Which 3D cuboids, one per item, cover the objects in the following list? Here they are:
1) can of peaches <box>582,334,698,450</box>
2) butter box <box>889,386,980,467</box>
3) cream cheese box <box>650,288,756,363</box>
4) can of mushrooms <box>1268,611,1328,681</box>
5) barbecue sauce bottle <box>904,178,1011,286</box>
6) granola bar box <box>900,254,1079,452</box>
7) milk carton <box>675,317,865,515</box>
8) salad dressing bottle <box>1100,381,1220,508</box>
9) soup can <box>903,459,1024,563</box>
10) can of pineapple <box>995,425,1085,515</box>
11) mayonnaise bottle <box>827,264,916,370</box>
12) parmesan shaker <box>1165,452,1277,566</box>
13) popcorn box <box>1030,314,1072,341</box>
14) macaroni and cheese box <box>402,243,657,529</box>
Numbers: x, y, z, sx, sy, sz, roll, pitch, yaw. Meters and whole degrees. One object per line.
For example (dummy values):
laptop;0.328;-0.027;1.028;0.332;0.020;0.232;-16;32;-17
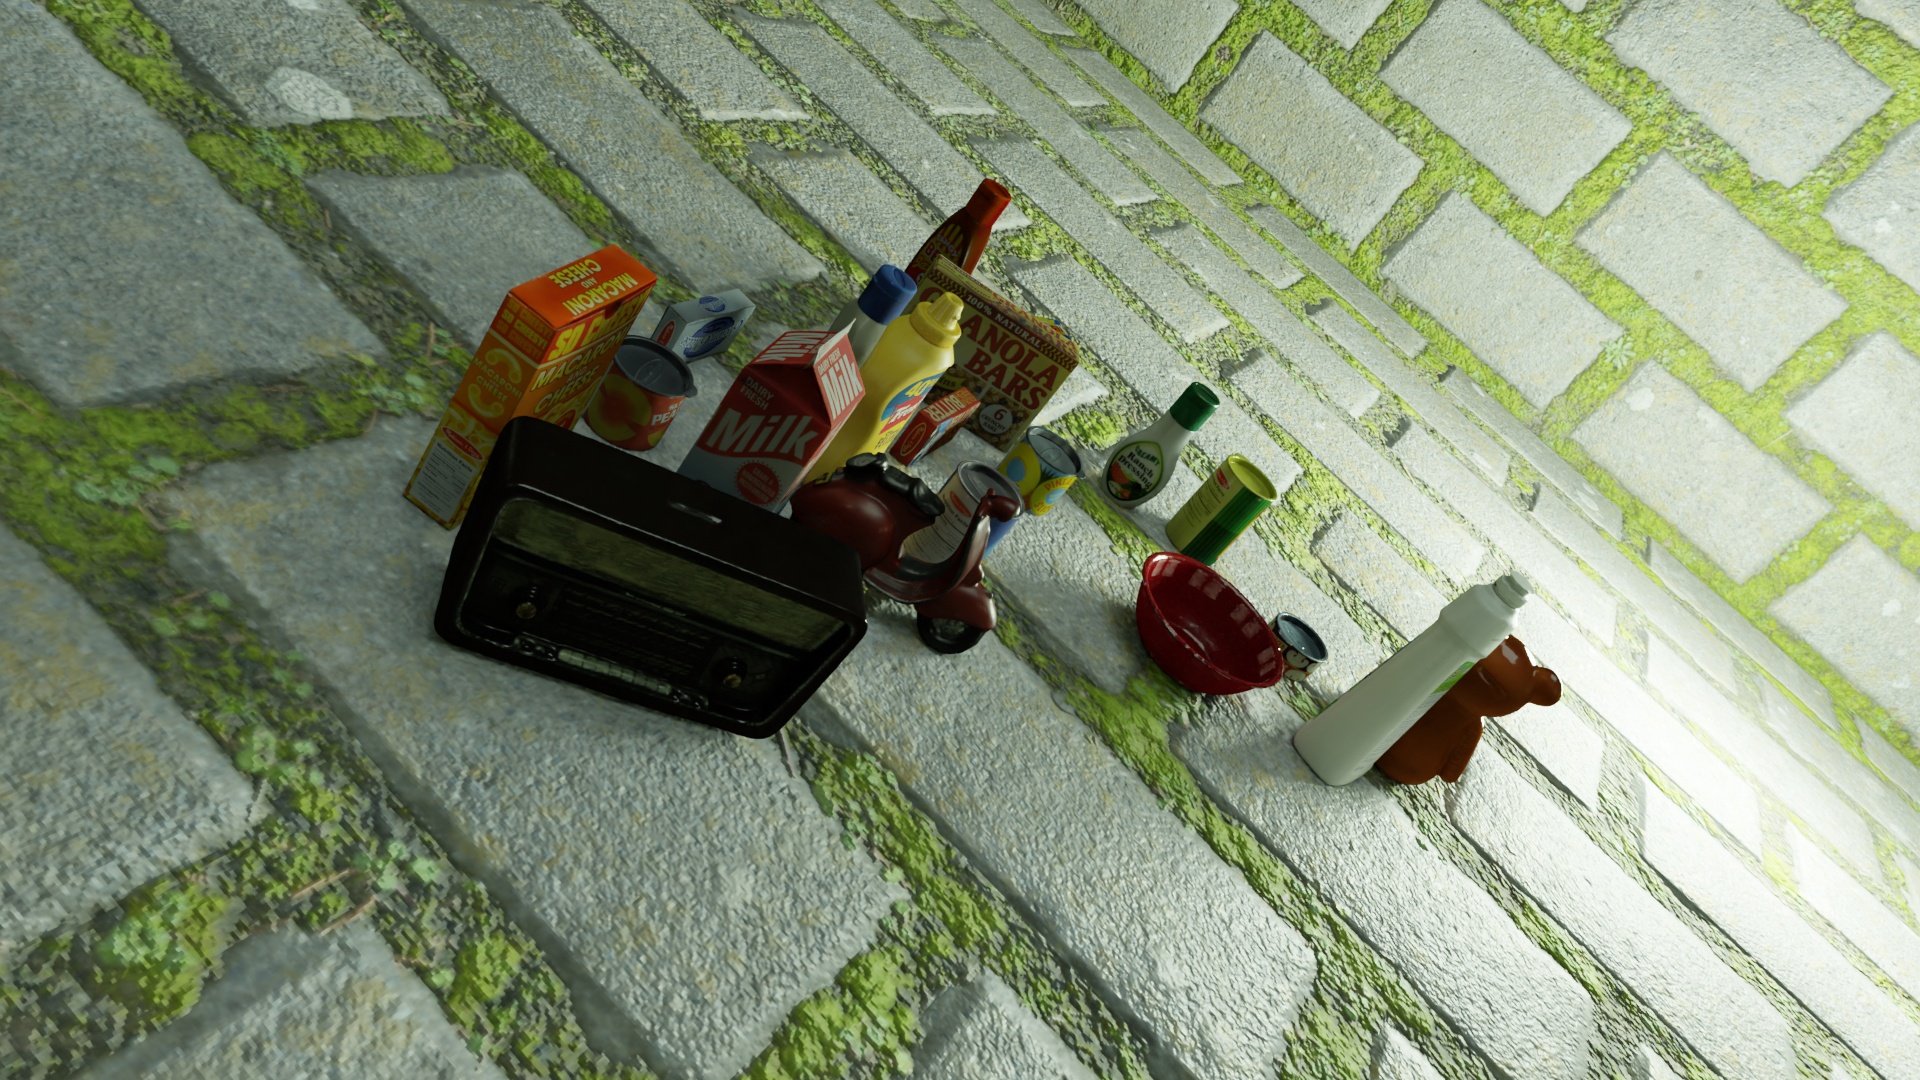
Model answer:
can of peaches;-0.237;-0.107;1.024;0.071;0.057;0.071;28;31;-19
butter box;-0.022;-0.104;1.267;0.024;0.053;0.104;42;29;6
cream cheese box;-0.216;-0.175;1.147;0.024;0.053;0.104;43;29;6
can of mushrooms;0.331;0.106;1.392;0.071;0.033;0.071;28;31;-19
barbecue sauce bottle;-0.001;-0.319;1.490;0.065;0.148;0.044;50;31;18
granola bar box;0.012;-0.178;1.335;0.165;0.123;0.039;31;30;-13
milk carton;-0.132;-0.073;0.961;0.073;0.189;0.073;37;29;-4
salad dressing bottle;0.204;-0.097;1.414;0.064;0.147;0.044;44;29;9
soup can;0.004;-0.014;1.141;0.071;0.083;0.072;28;31;-19
can of pineapple;0.074;-0.064;1.315;0.071;0.057;0.071;28;31;-19
mayonnaise bottle;-0.090;-0.166;1.179;0.041;0.147;0.065;19;35;-32
parmesan shaker;0.270;-0.032;1.443;0.071;0.102;0.072;28;31;-19
popcorn box;0.045;-0.194;1.433;0.127;0.085;0.038;2;46;-47
macaroni and cheese box;-0.266;-0.097;0.868;0.040;0.165;0.124;38;29;-2
